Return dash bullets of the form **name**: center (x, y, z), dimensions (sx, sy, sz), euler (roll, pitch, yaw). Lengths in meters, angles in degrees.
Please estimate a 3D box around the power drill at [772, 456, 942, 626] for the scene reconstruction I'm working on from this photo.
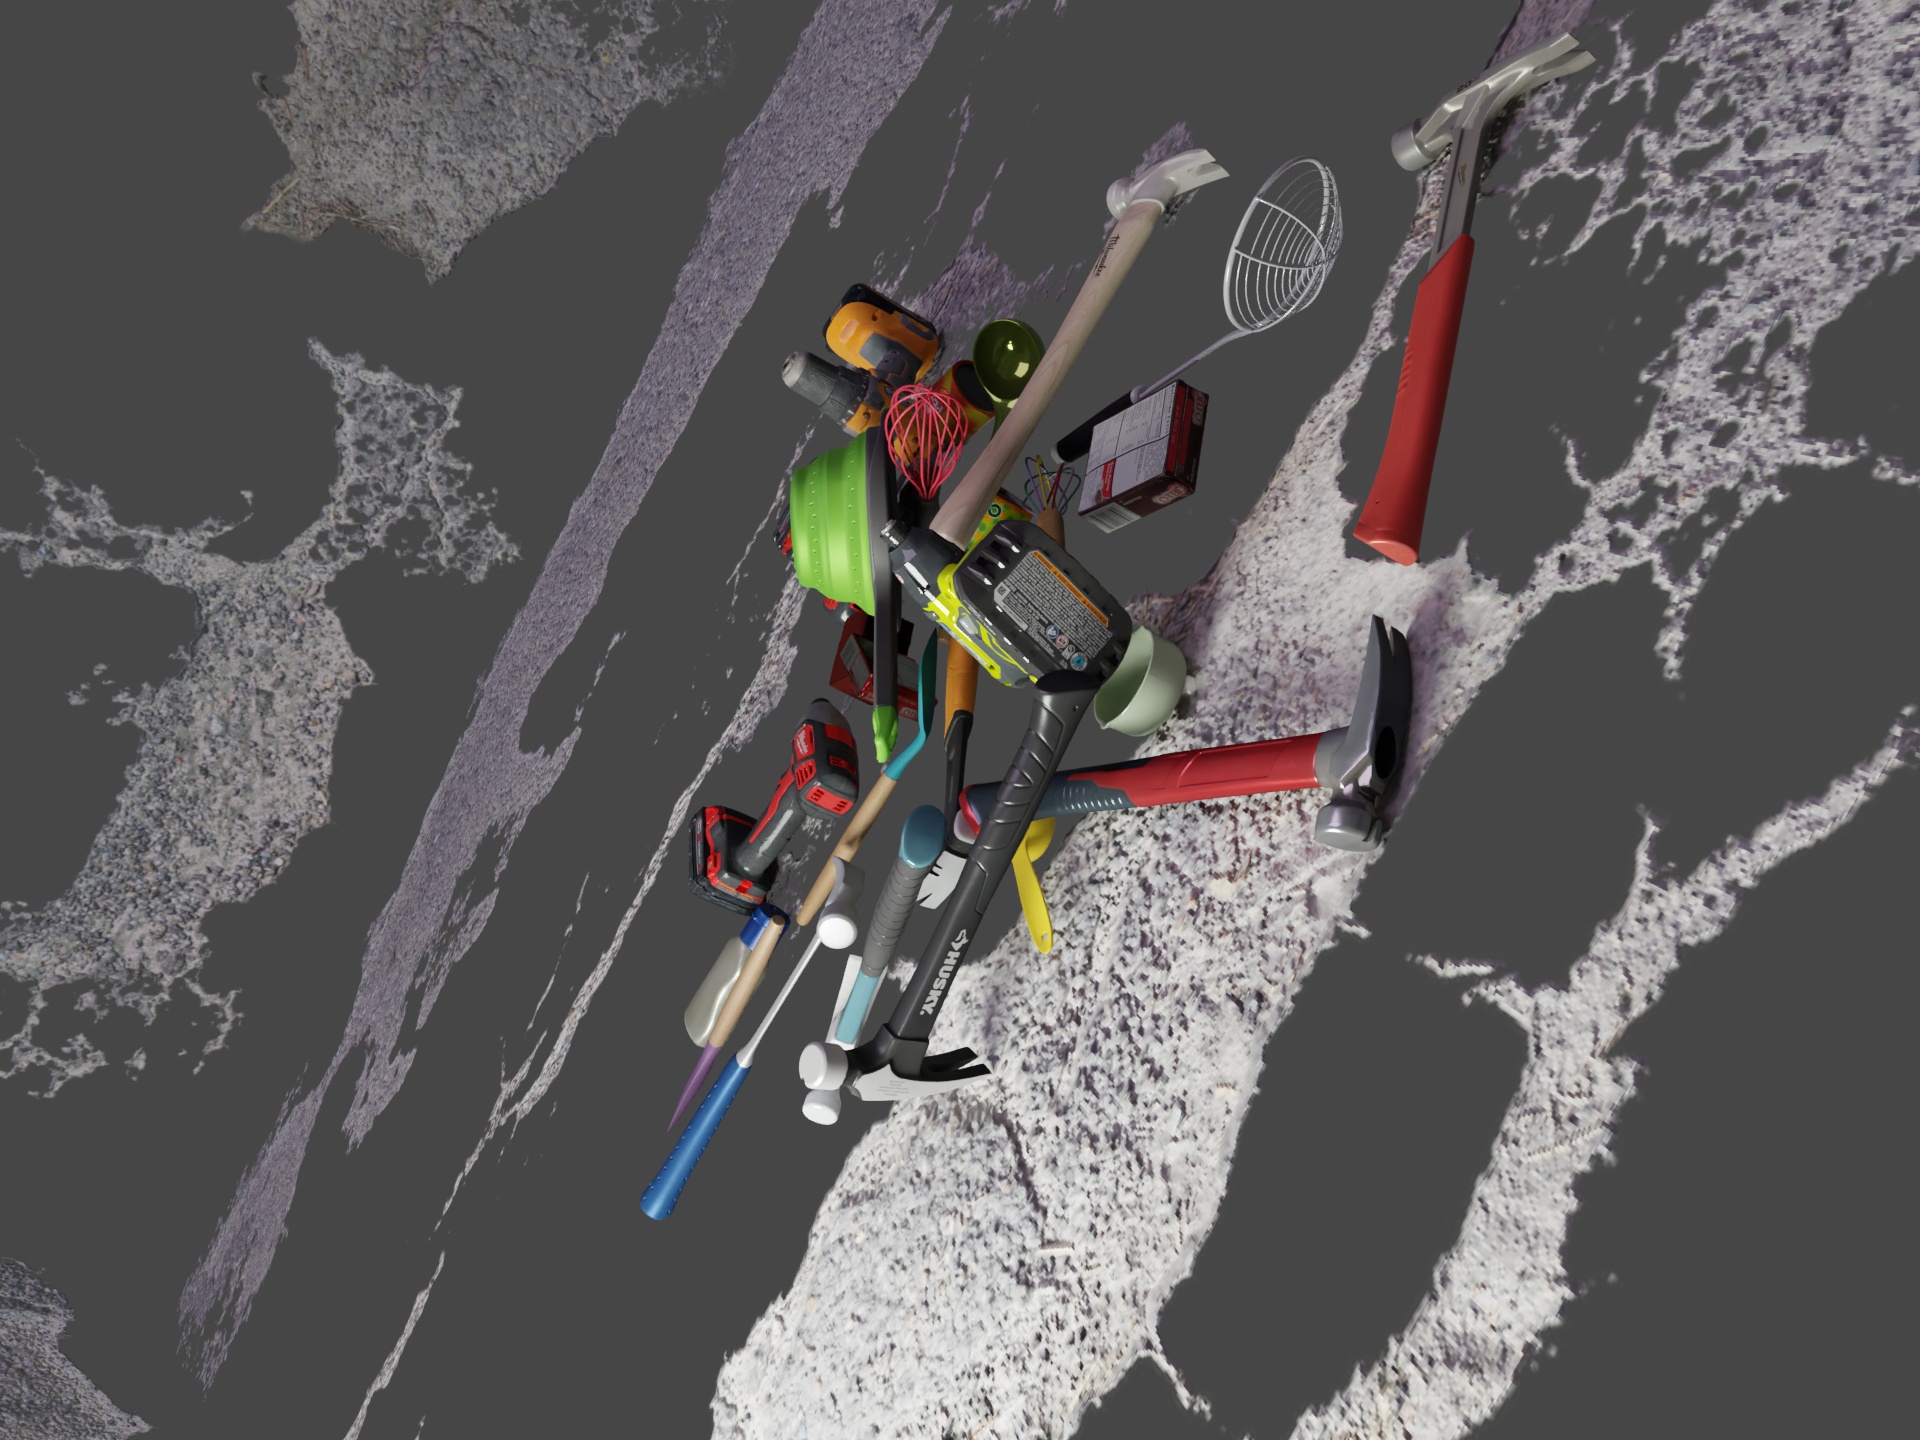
- **power drill**: center (-0.104, -0.210, 1.678), dimensions (0.188, 0.080, 0.227), euler (-60, 31, 10)

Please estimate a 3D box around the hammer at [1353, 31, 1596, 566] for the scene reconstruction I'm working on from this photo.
- **hammer**: center (0.316, -0.269, 1.028), dimensions (0.149, 0.036, 0.359), euler (-14, 57, 57)

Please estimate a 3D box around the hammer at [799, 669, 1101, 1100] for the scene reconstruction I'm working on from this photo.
- **hammer**: center (0.015, 0.117, 1.101), dimensions (0.035, 0.146, 0.334), euler (39, 109, 49)

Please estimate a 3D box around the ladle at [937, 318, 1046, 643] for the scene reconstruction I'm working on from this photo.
- **ladle**: center (0.017, -0.228, 1.500), dimensions (0.078, 0.062, 0.320), euler (6, 76, 35)

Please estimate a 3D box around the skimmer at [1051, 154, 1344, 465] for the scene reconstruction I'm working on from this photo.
- **skimmer**: center (0.166, -0.309, 1.264), dimensions (0.127, 0.090, 0.363), euler (-35, 4, -35)

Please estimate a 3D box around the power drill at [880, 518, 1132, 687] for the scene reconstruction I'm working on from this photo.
- **power drill**: center (0.026, -0.091, 1.213), dimensions (0.080, 0.171, 0.223), euler (-50, 17, -8)

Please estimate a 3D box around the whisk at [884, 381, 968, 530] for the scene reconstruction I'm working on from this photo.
- **whisk**: center (-0.030, -0.216, 1.440), dimensions (0.295, 0.073, 0.073), euler (92, -169, -70)

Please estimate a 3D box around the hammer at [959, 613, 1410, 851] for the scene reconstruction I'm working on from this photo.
- **hammer**: center (0.133, 0.027, 1.079), dimensions (0.386, 0.038, 0.143), euler (-11, 58, 52)

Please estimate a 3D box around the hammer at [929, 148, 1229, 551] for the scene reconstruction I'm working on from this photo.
- **hammer**: center (0.094, -0.321, 1.383), dimensions (0.411, 0.038, 0.146), euler (-60, 26, -12)

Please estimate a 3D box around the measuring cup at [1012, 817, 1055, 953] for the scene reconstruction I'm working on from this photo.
- **measuring cup**: center (0.058, 0.116, 1.188), dimensions (0.062, 0.029, 0.157), euler (-49, 34, 29)

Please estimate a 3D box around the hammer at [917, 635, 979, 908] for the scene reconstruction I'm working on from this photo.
- **hammer**: center (-0.002, -0.004, 1.363), dimensions (0.127, 0.034, 0.337), euler (125, 157, -48)

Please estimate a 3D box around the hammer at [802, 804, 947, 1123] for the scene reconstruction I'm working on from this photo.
- **hammer**: center (-0.063, 0.179, 1.214), dimensions (0.330, 0.033, 0.128), euler (111, 176, -47)

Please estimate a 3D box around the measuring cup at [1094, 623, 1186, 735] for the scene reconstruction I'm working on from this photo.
- **measuring cup**: center (0.118, -0.023, 1.190), dimensions (0.083, 0.038, 0.167), euler (-68, 16, -9)

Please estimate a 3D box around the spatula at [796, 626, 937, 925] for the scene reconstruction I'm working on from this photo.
- **spatula**: center (-0.083, 0.063, 1.441), dimensions (0.317, 0.044, 0.082), euler (-58, 5, 24)

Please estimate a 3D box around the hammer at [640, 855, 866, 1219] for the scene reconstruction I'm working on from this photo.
- **hammer**: center (-0.189, 0.295, 1.441), dimensions (0.405, 0.035, 0.144), euler (-58, 9, 21)

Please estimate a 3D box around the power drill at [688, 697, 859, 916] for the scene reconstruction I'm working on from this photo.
- **power drill**: center (-0.181, 0.081, 1.583), dimensions (0.219, 0.078, 0.143), euler (-46, 33, 28)

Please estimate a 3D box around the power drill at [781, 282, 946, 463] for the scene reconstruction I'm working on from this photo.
- **power drill**: center (-0.103, -0.375, 1.691), dimensions (0.084, 0.185, 0.226), euler (-48, 29, 33)

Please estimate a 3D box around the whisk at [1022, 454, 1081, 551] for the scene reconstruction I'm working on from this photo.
- **whisk**: center (0.076, -0.167, 1.305), dimensions (0.245, 0.051, 0.047), euler (-86, 5, -65)

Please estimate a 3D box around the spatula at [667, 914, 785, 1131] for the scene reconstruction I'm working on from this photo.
- **spatula**: center (-0.217, 0.280, 1.470), dimensions (0.315, 0.018, 0.060), euler (-61, -3, 38)

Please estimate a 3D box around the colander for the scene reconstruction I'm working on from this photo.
- **colander**: center (-0.104, -0.120, 1.415), dimensions (0.204, 0.094, 0.398), euler (87, 180, -48)
